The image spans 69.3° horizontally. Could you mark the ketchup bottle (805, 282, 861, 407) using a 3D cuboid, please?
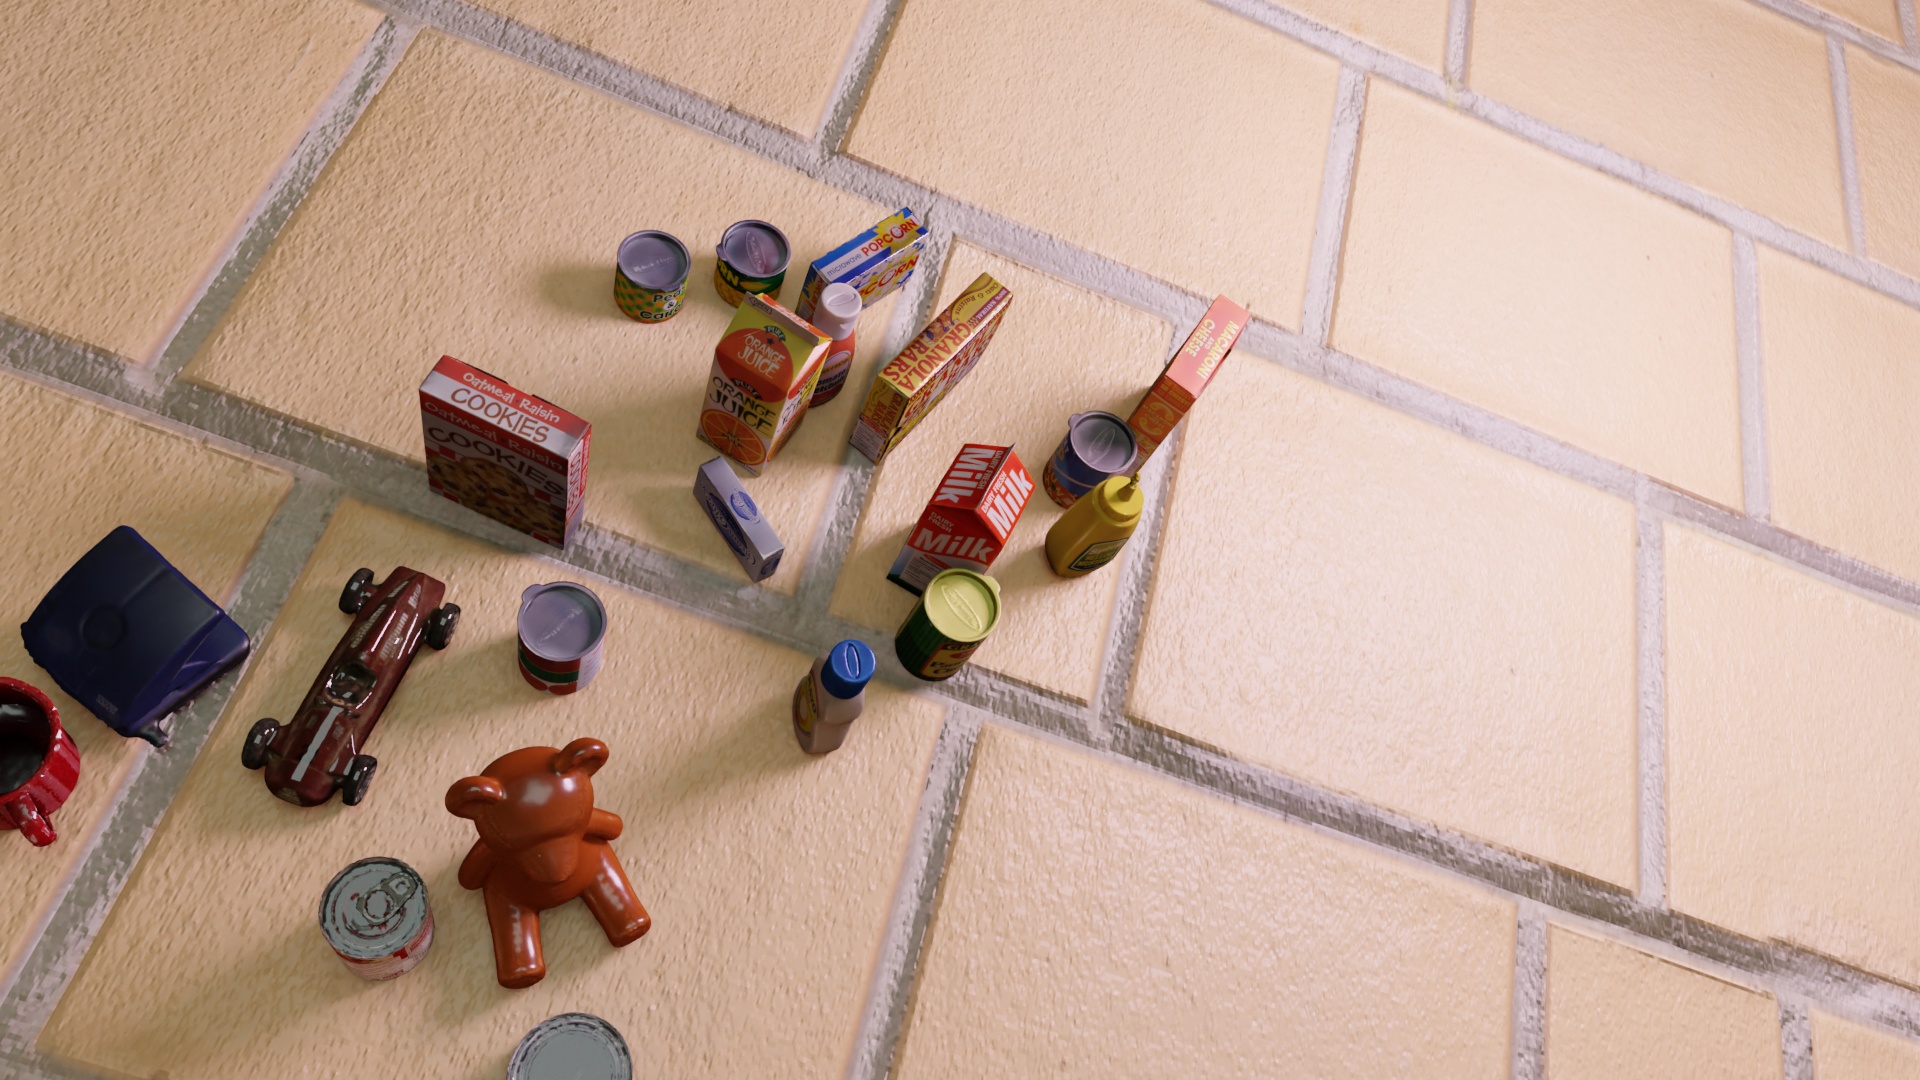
[{"bbox_3d":[-0.123,-0.175,1.249,0.065,0.148,0.043,-26,75,-27],"label":"ketchup bottle"}]

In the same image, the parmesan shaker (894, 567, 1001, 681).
[{"bbox_3d":[-0.010,0.073,1.187,0.071,0.102,0.071,7,63,-14],"label":"parmesan shaker"}]

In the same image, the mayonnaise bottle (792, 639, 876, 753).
[{"bbox_3d":[-0.101,0.121,1.107,0.041,0.147,0.065,-4,66,-19],"label":"mayonnaise bottle"}]

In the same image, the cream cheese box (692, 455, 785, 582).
[{"bbox_3d":[-0.192,-0.018,1.203,0.024,0.053,0.104,-30,76,-28],"label":"cream cheese box"}]

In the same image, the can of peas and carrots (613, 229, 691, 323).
[{"bbox_3d":[-0.284,-0.241,1.282,0.071,0.058,0.071,7,63,-14],"label":"can of peas and carrots"}]

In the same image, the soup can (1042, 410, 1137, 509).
[{"bbox_3d":[0.119,-0.076,1.314,0.071,0.083,0.071,7,63,-14],"label":"soup can"}]

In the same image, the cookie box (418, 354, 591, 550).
[{"bbox_3d":[-0.361,-0.067,1.107,0.123,0.166,0.040,25,60,-5],"label":"cookie box"}]

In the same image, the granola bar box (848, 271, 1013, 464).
[{"bbox_3d":[-0.027,-0.158,1.285,0.039,0.123,0.166,39,60,4],"label":"granola bar box"}]

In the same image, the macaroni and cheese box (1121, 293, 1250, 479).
[{"bbox_3d":[0.204,-0.142,1.327,0.040,0.165,0.124,35,59,1],"label":"macaroni and cheese box"}]

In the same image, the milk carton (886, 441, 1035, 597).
[{"bbox_3d":[0.004,-0.015,1.185,0.073,0.189,0.073,30,60,-2],"label":"milk carton"}]

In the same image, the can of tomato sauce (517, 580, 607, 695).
[{"bbox_3d":[-0.318,0.078,1.097,0.071,0.082,0.071,7,63,-14],"label":"can of tomato sauce"}]

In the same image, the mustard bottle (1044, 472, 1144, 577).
[{"bbox_3d":[0.127,-0.018,1.243,0.065,0.159,0.049,-11,69,-22],"label":"mustard bottle"}]

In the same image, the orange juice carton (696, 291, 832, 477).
[{"bbox_3d":[-0.168,-0.140,1.192,0.072,0.191,0.073,33,60,0],"label":"orange juice carton"}]

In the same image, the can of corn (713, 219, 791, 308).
[{"bbox_3d":[-0.201,-0.260,1.319,0.071,0.058,0.071,7,63,-14],"label":"can of corn"}]

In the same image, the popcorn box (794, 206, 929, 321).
[{"bbox_3d":[-0.095,-0.258,1.336,0.127,0.085,0.038,-38,80,-29],"label":"popcorn box"}]
